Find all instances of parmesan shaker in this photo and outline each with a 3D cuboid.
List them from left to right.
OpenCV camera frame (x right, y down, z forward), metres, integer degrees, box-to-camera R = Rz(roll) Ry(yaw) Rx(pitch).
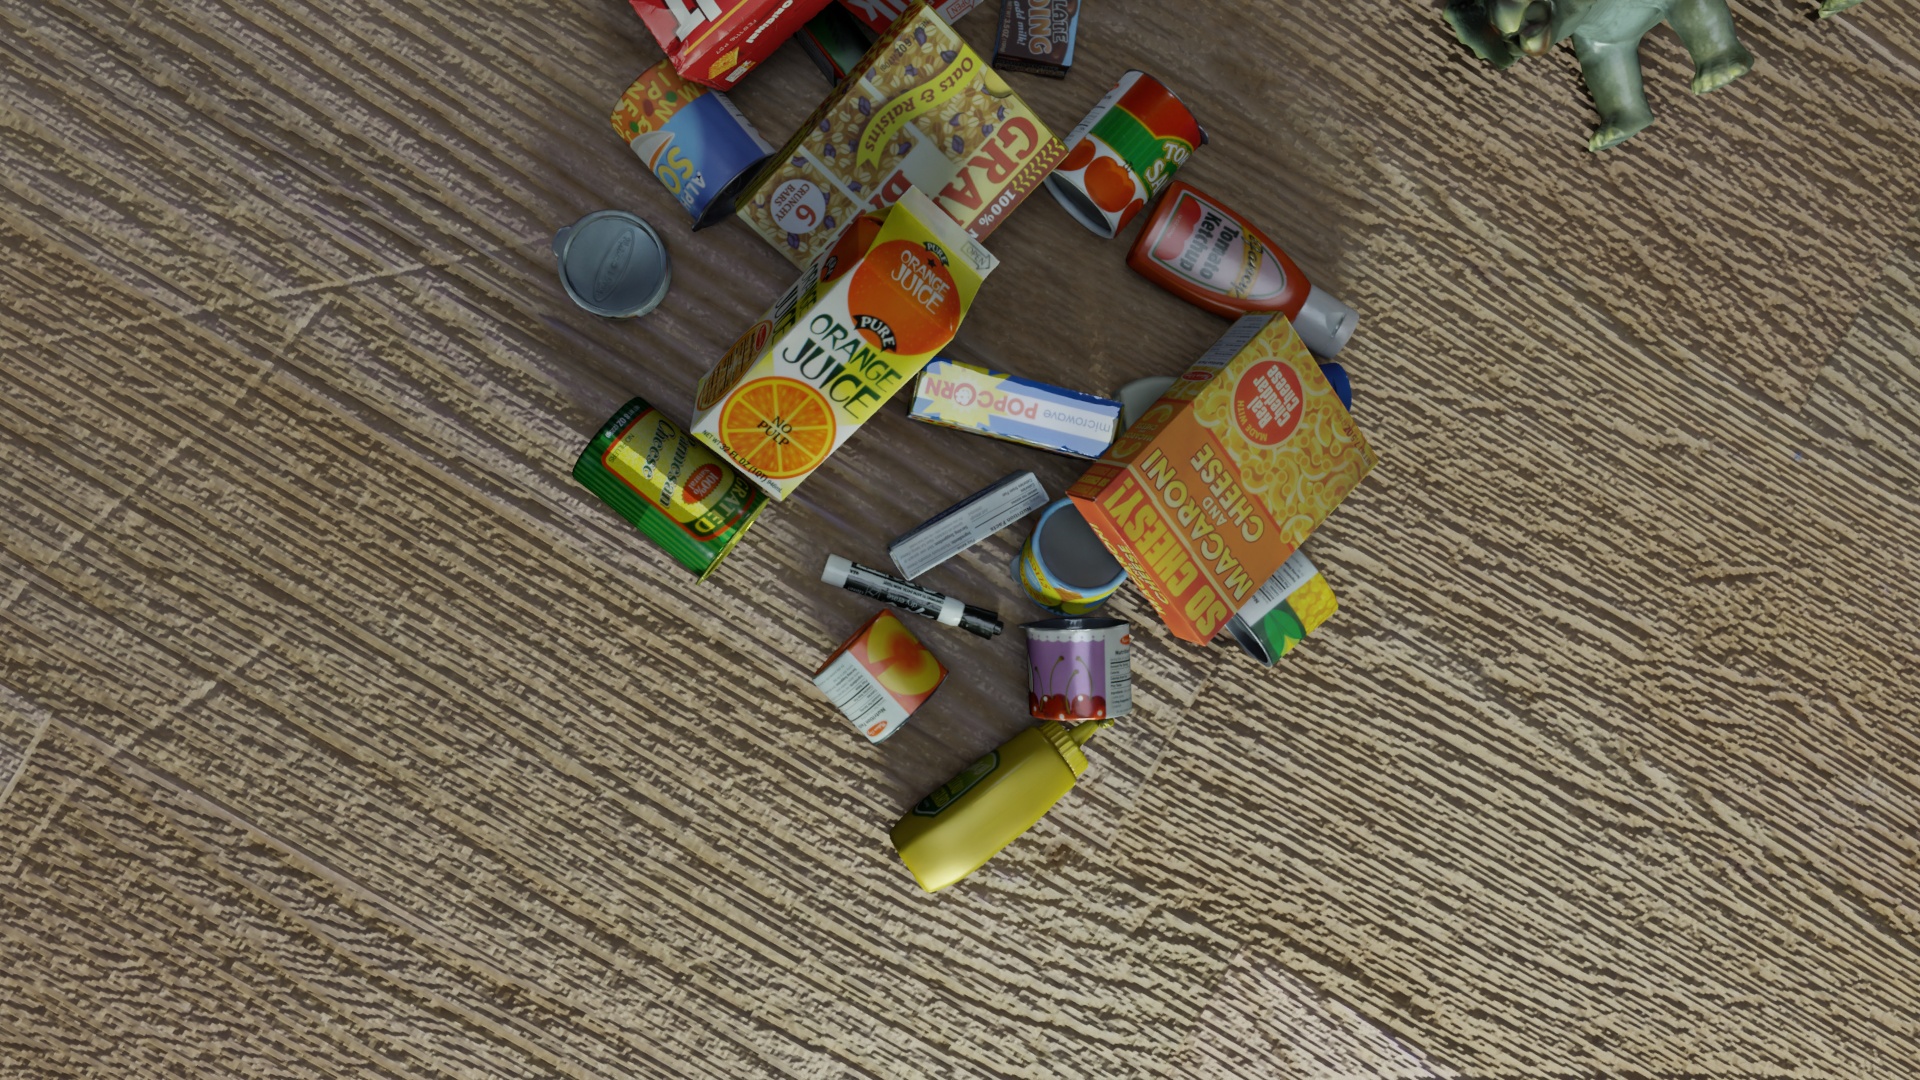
[{"bbox_3d":[-0.180,-0.031,0.855,0.103,0.071,0.071,38,88,-4],"label":"parmesan shaker"}]

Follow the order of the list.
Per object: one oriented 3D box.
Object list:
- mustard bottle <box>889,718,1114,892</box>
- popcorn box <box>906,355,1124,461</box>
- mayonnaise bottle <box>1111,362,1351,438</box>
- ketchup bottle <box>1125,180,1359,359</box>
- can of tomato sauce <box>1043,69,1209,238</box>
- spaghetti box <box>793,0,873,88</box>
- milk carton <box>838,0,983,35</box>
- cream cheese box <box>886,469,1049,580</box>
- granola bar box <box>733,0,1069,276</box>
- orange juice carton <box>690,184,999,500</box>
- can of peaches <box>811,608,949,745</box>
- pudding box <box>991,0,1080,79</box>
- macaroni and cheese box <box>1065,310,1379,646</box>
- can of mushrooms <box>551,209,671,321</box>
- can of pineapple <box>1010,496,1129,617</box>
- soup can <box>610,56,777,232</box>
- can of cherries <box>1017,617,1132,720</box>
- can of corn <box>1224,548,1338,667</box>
[{"bbox_3d":[0.030,0.157,0.880,0.160,0.065,0.048,-36,99,-9],"label":"mustard bottle"},{"bbox_3d":[0.031,-0.081,0.863,0.127,0.085,0.038,13,92,-5],"label":"popcorn box"},{"bbox_3d":[0.175,-0.084,0.896,0.148,0.041,0.064,-12,93,-5],"label":"mayonnaise bottle"},{"bbox_3d":[0.184,-0.169,0.895,0.149,0.043,0.065,29,88,-5],"label":"ketchup bottle"},{"bbox_3d":[0.102,-0.241,0.875,0.071,0.071,0.083,43,89,-4],"label":"can of tomato sauce"},{"bbox_3d":[-0.109,-0.349,0.865,0.029,0.050,0.250,-38,93,-4],"label":"spaghetti box"},{"bbox_3d":[-0.055,-0.394,0.842,0.072,0.074,0.190,-26,92,35],"label":"milk carton"},{"bbox_3d":[0.003,-0.011,0.878,0.104,0.053,0.024,-29,95,-3],"label":"cream cheese box"},{"bbox_3d":[-0.036,-0.220,0.838,0.165,0.039,0.124,-45,117,13],"label":"granola bar box"},{"bbox_3d":[-0.069,-0.120,0.819,0.192,0.073,0.071,-41,117,19],"label":"orange juice carton"},{"bbox_3d":[-0.049,0.083,0.871,0.071,0.071,0.058,-44,94,-2],"label":"can of peaches"},{"bbox_3d":[0.051,-0.343,0.888,0.050,0.030,0.083,9,90,-6],"label":"pudding box"},{"bbox_3d":[0.160,-0.038,0.839,0.167,0.040,0.123,-44,112,-13],"label":"macaroni and cheese box"},{"bbox_3d":[-0.217,-0.172,0.868,0.071,0.033,0.071,0,92,-4],"label":"can of mushrooms"},{"bbox_3d":[0.071,0.011,0.873,0.071,0.057,0.071,2,73,-6],"label":"can of pineapple"},{"bbox_3d":[-0.165,-0.244,0.854,0.071,0.071,0.084,-42,93,-2],"label":"soup can"},{"bbox_3d":[0.073,0.081,0.880,0.071,0.071,0.058,-3,93,-4],"label":"can of cherries"},{"bbox_3d":[0.199,0.039,0.890,0.058,0.071,0.071,-39,94,-3],"label":"can of corn"}]
